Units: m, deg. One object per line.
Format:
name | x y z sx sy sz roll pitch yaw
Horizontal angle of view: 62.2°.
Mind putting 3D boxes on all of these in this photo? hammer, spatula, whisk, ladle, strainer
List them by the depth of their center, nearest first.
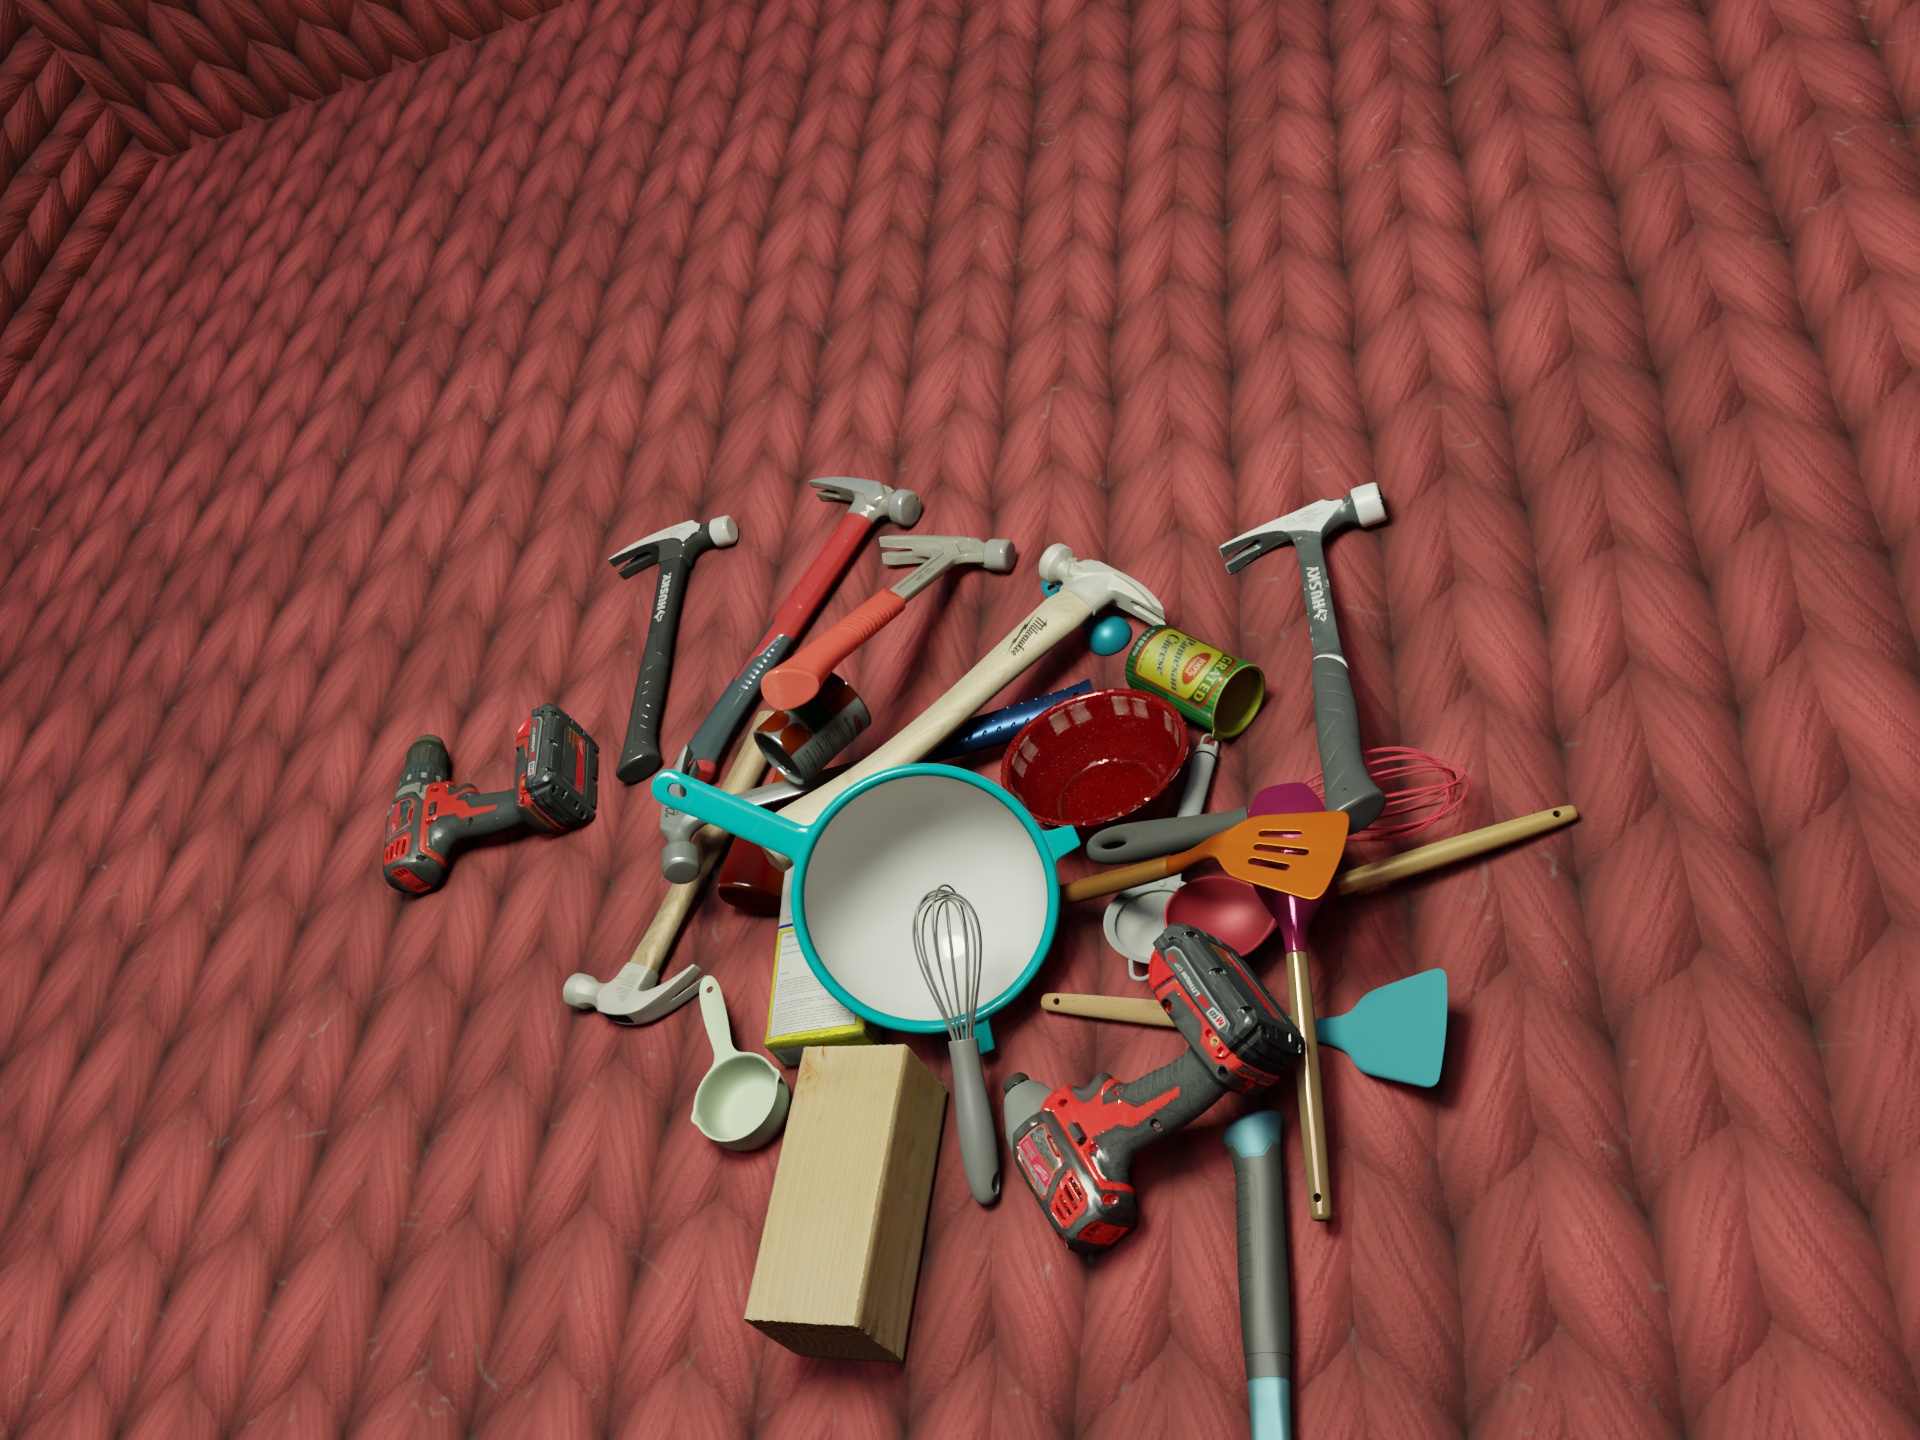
hammer | 0.197 0.413 1.028 0.128 0.033 0.331 -12 50 20
spatula | 0.200 0.217 1.173 0.317 0.044 0.082 0 67 29
ladle | 0.306 0.114 1.189 0.315 0.031 0.069 -17 61 4
whisk | 0.002 0.242 1.196 0.055 0.055 0.239 -12 79 19
spatula | 0.149 0.121 1.207 0.322 0.041 0.081 -23 30 48
whisk | 0.242 0.074 1.231 0.296 0.073 0.073 -12 50 11
strainer | 0.176 0.110 1.274 0.087 0.050 0.259 7 52 20
strainer | -0.085 0.116 1.288 0.340 0.095 0.211 23 88 4
hammer | 0.292 -0.056 1.290 0.149 0.036 0.409 -17 36 19
hammer | -0.002 -0.004 1.385 0.410 0.038 0.146 -40 49 -19
hammer | -0.076 0.033 1.425 0.405 0.035 0.144 -16 44 4
hammer | -0.085 -0.099 1.459 0.149 0.036 0.359 4 26 26
hammer | -0.240 0.131 1.479 0.130 0.031 0.331 7 58 32
hammer | -0.191 -0.096 1.628 0.143 0.038 0.386 15 63 37
hammer | -0.325 -0.077 1.685 0.146 0.035 0.335 -12 51 18

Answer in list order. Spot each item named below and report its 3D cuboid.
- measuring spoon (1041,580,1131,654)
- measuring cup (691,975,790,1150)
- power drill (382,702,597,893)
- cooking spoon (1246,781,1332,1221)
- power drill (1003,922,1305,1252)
measuring spoon | 0.111 -0.105 1.486 0.042 0.021 0.129 -40 48 -6
measuring cup | -0.189 0.284 1.328 0.083 0.038 0.168 -29 45 4
power drill | -0.489 0.063 1.635 0.226 0.080 0.188 -22 47 15
cooking spoon | 0.242 0.191 1.132 0.069 0.017 0.319 -13 61 24
power drill | 0.123 0.256 1.134 0.219 0.078 0.143 -48 46 12
